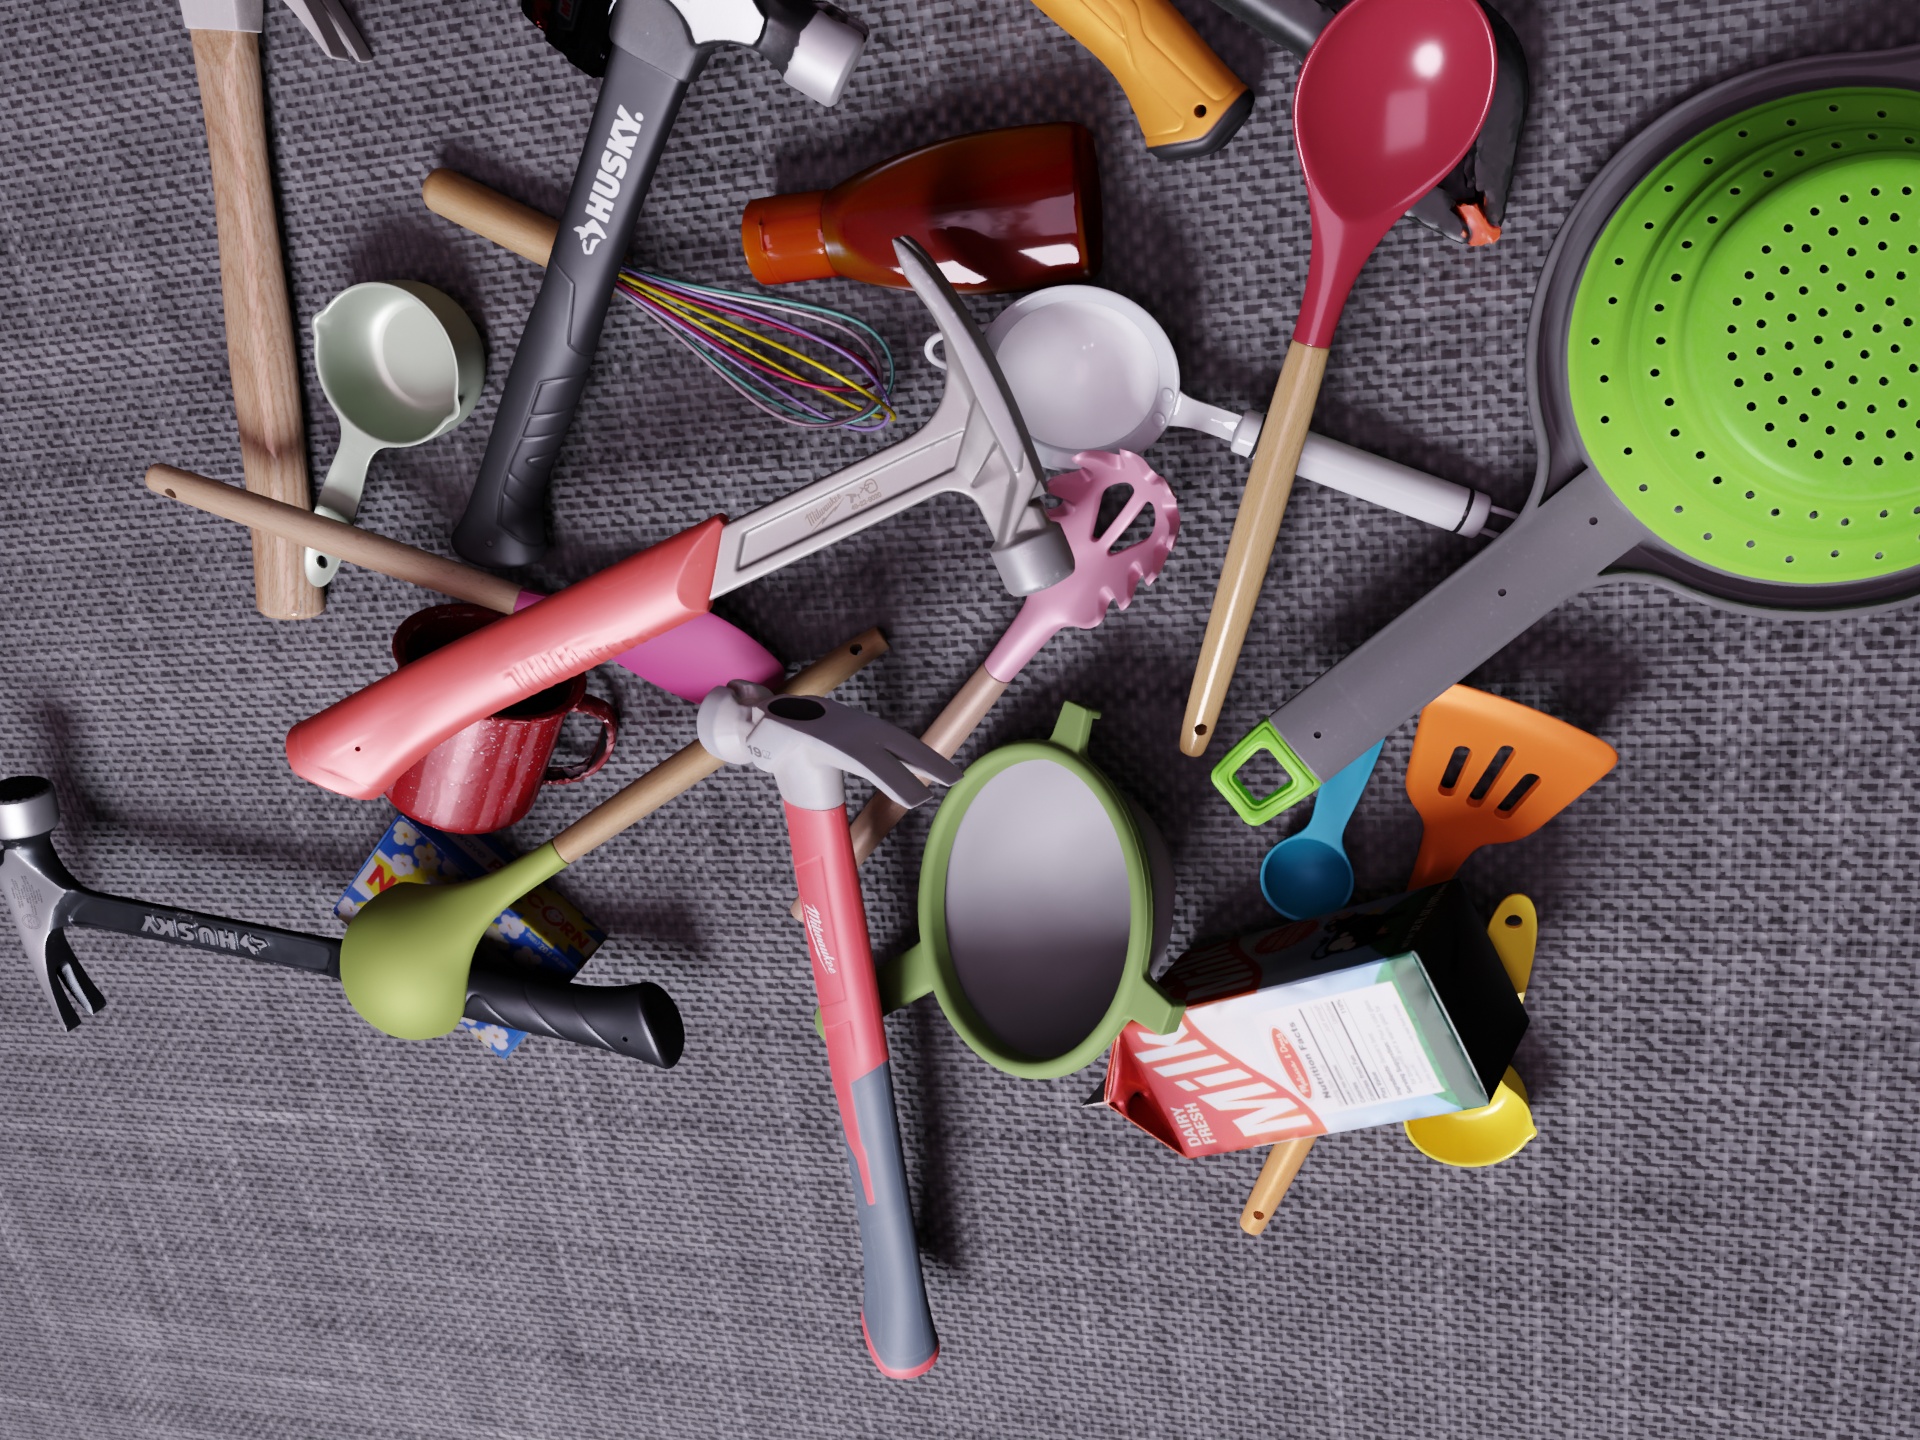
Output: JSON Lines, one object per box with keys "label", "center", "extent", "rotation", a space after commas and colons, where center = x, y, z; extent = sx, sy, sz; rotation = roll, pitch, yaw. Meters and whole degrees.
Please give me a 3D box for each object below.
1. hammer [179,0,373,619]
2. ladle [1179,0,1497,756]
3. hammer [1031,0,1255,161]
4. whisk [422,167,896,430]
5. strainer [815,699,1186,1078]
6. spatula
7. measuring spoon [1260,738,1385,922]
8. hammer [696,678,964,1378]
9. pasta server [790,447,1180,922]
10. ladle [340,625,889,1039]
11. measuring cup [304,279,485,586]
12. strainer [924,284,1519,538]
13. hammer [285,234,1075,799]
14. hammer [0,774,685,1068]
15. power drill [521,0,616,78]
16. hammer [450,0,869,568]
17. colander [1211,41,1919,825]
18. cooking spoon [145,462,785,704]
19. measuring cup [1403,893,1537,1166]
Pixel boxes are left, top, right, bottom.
{"label": "hammer", "center": [-0.338, -0.208, 0.766], "extent": [0.130, 0.031, 0.331], "rotation": [9, 113, 14]}
{"label": "ladle", "center": [0.132, -0.123, 0.625], "extent": [0.069, 0.031, 0.315], "rotation": [12, 117, -1]}
{"label": "hammer", "center": [-0.011, -0.350, 0.612], "extent": [0.337, 0.034, 0.127], "rotation": [43, 117, -3]}
{"label": "whisk", "center": [-0.135, -0.191, 0.707], "extent": [0.245, 0.047, 0.051], "rotation": [28, 117, 8]}
{"label": "strainer", "center": [0.021, 0.108, 0.765], "extent": [0.256, 0.069, 0.152], "rotation": [-37, 60, 44]}
{"label": "spatula", "center": [0.192, 0.125, 0.734], "extent": [0.081, 0.041, 0.322], "rotation": [23, 116, 9]}
{"label": "measuring spoon", "center": [0.172, 0.030, 0.720], "extent": [0.042, 0.021, 0.128], "rotation": [20, 106, 10]}
{"label": "hammer", "center": [-0.038, 0.171, 0.757], "extent": [0.143, 0.038, 0.386], "rotation": [18, 125, 43]}
{"label": "pasta server", "center": [-0.001, -0.002, 0.731], "extent": [0.060, 0.040, 0.316], "rotation": [44, 122, 7]}
{"label": "ladle", "center": [-0.167, 0.050, 0.773], "extent": [0.320, 0.062, 0.078], "rotation": [-34, 75, 3]}
{"label": "measuring cup", "center": [-0.283, -0.137, 0.776], "extent": [0.083, 0.038, 0.167], "rotation": [33, 118, 2]}
{"label": "strainer", "center": [0.112, -0.122, 0.662], "extent": [0.258, 0.050, 0.086], "rotation": [20, 132, 2]}
{"label": "hammer", "center": [-0.140, -0.060, 0.676], "extent": [0.359, 0.037, 0.149], "rotation": [-23, 104, 15]}
{"label": "hammer", "center": [-0.340, 0.132, 0.855], "extent": [0.409, 0.036, 0.149], "rotation": [9, 114, 13]}
{"label": "power drill", "center": [-0.186, -0.380, 0.603], "extent": [0.227, 0.080, 0.187], "rotation": [37, 139, 2]}
{"label": "hammer", "center": [-0.167, -0.182, 0.669], "extent": [0.146, 0.035, 0.334], "rotation": [27, 135, -10]}
{"label": "colander", "center": [0.247, -0.082, 0.576], "extent": [0.397, 0.094, 0.204], "rotation": [-41, 86, 19]}
{"label": "cooking spoon", "center": [-0.238, -0.065, 0.768], "extent": [0.319, 0.017, 0.068], "rotation": [19, 139, -2]}
{"label": "measuring cup", "center": [0.238, 0.136, 0.721], "extent": [0.062, 0.029, 0.156], "rotation": [7, 120, 9]}
